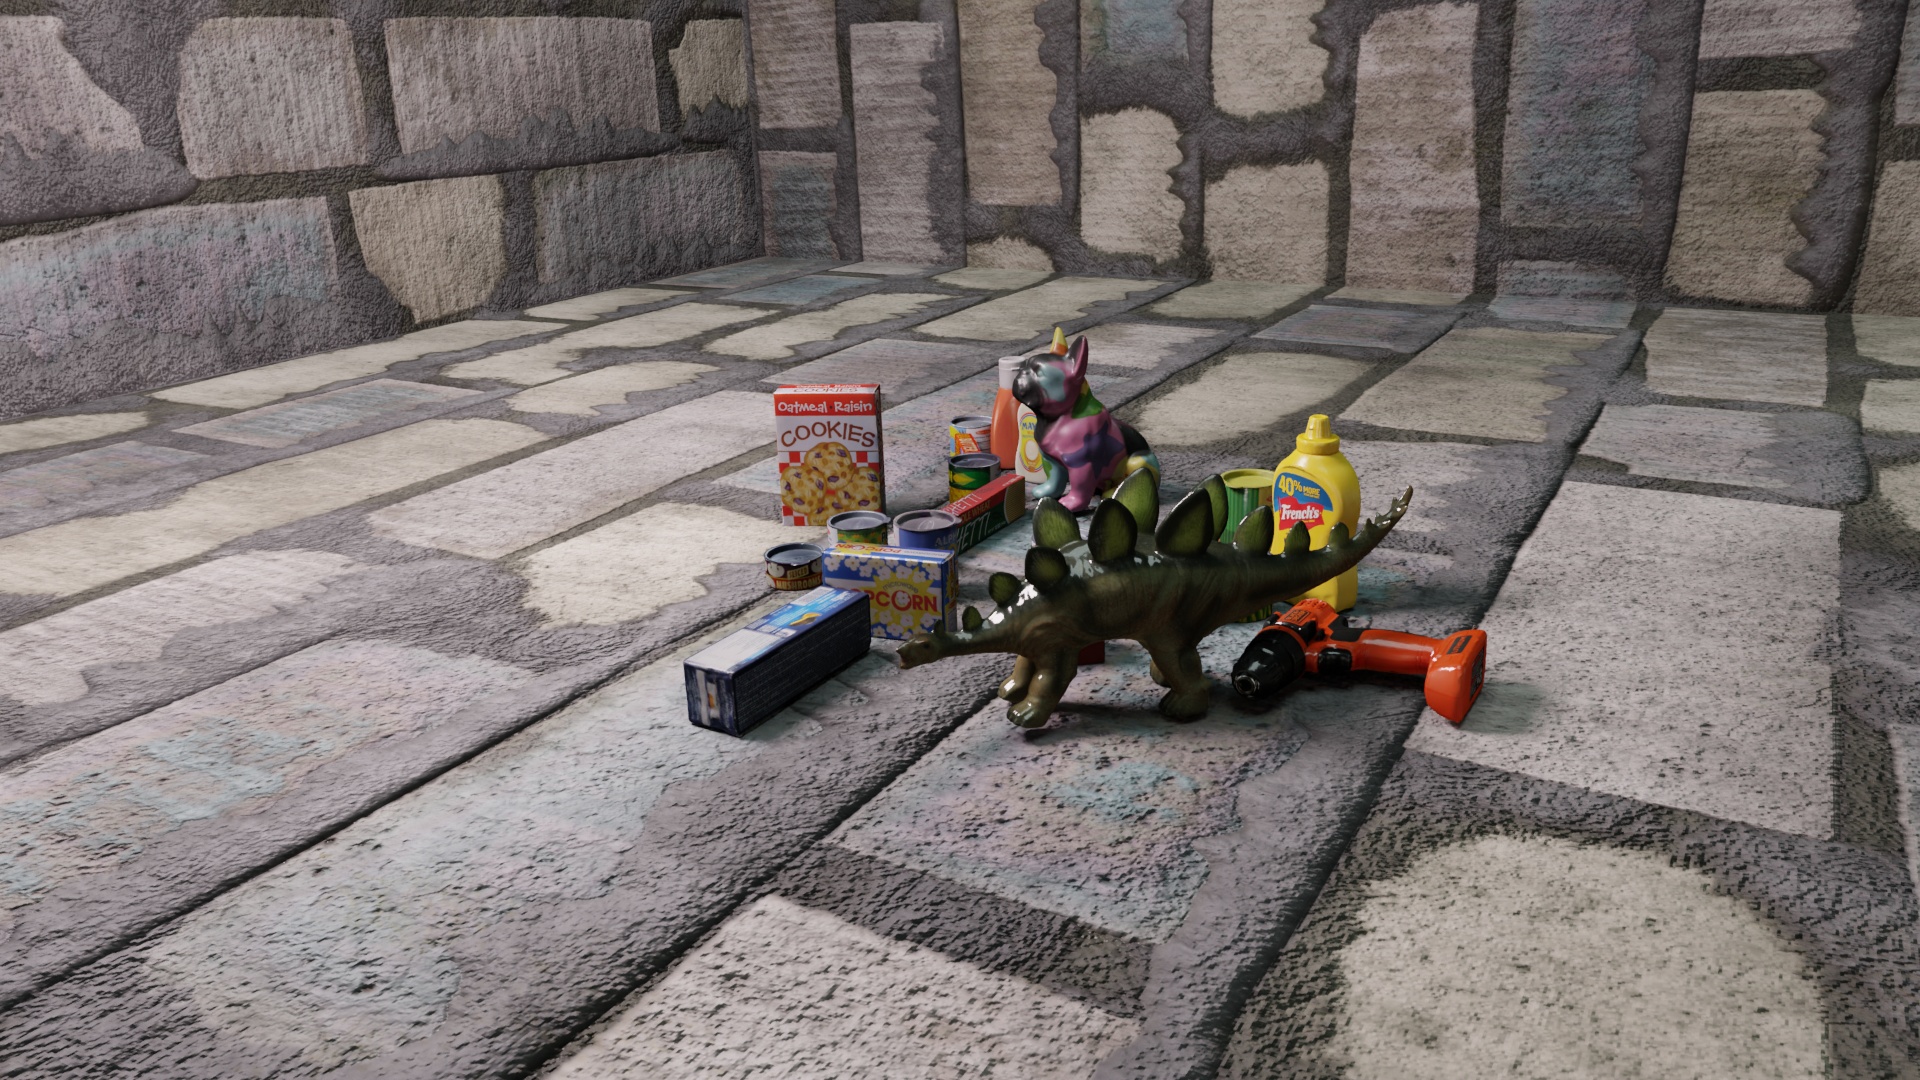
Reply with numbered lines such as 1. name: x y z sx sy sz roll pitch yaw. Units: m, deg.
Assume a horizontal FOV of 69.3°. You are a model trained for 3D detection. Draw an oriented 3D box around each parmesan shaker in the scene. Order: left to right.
1. parmesan shaker: 0.306 -0.017 1.476 0.071 0.102 0.071 -2 19 1

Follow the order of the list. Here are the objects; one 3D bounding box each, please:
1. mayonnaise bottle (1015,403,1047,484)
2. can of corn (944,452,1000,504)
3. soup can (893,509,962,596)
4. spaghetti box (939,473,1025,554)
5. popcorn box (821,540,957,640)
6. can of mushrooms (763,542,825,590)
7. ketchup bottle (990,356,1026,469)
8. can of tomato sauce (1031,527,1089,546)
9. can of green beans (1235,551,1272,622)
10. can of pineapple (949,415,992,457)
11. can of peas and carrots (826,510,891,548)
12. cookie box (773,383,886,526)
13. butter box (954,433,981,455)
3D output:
1. mayonnaise bottle: 0.102 -0.149 1.803 0.065 0.147 0.041 12 23 35
2. can of corn: 0.016 -0.073 1.731 0.071 0.058 0.071 -2 19 1
3. soup can: -0.032 0.018 1.437 0.071 0.083 0.071 -2 19 1
4. spaghetti box: 0.006 -0.020 1.591 0.029 0.050 0.251 9 22 29
5. popcorn box: -0.068 0.050 1.346 0.127 0.085 0.038 5 20 18
6. can of mushrooms: -0.177 0.028 1.495 0.071 0.033 0.071 -2 19 1
7. ketchup bottle: 0.072 -0.171 1.869 0.065 0.148 0.043 -5 19 -10
8. can of tomato sauce: 0.106 0.036 1.373 0.071 0.082 0.071 -2 19 1
9. can of green beans: 0.276 0.043 1.374 0.071 0.057 0.071 -2 19 1
10. can of pineapple: 0.018 -0.138 1.916 0.071 0.057 0.071 -2 19 1
11. can of peas and carrots: -0.109 0.004 1.521 0.071 0.058 0.071 -2 19 1
12. cookie box: -0.155 -0.102 1.665 0.123 0.166 0.040 0 19 6
13. butter box: 0.011 -0.104 1.828 0.024 0.053 0.104 -4 19 -6
